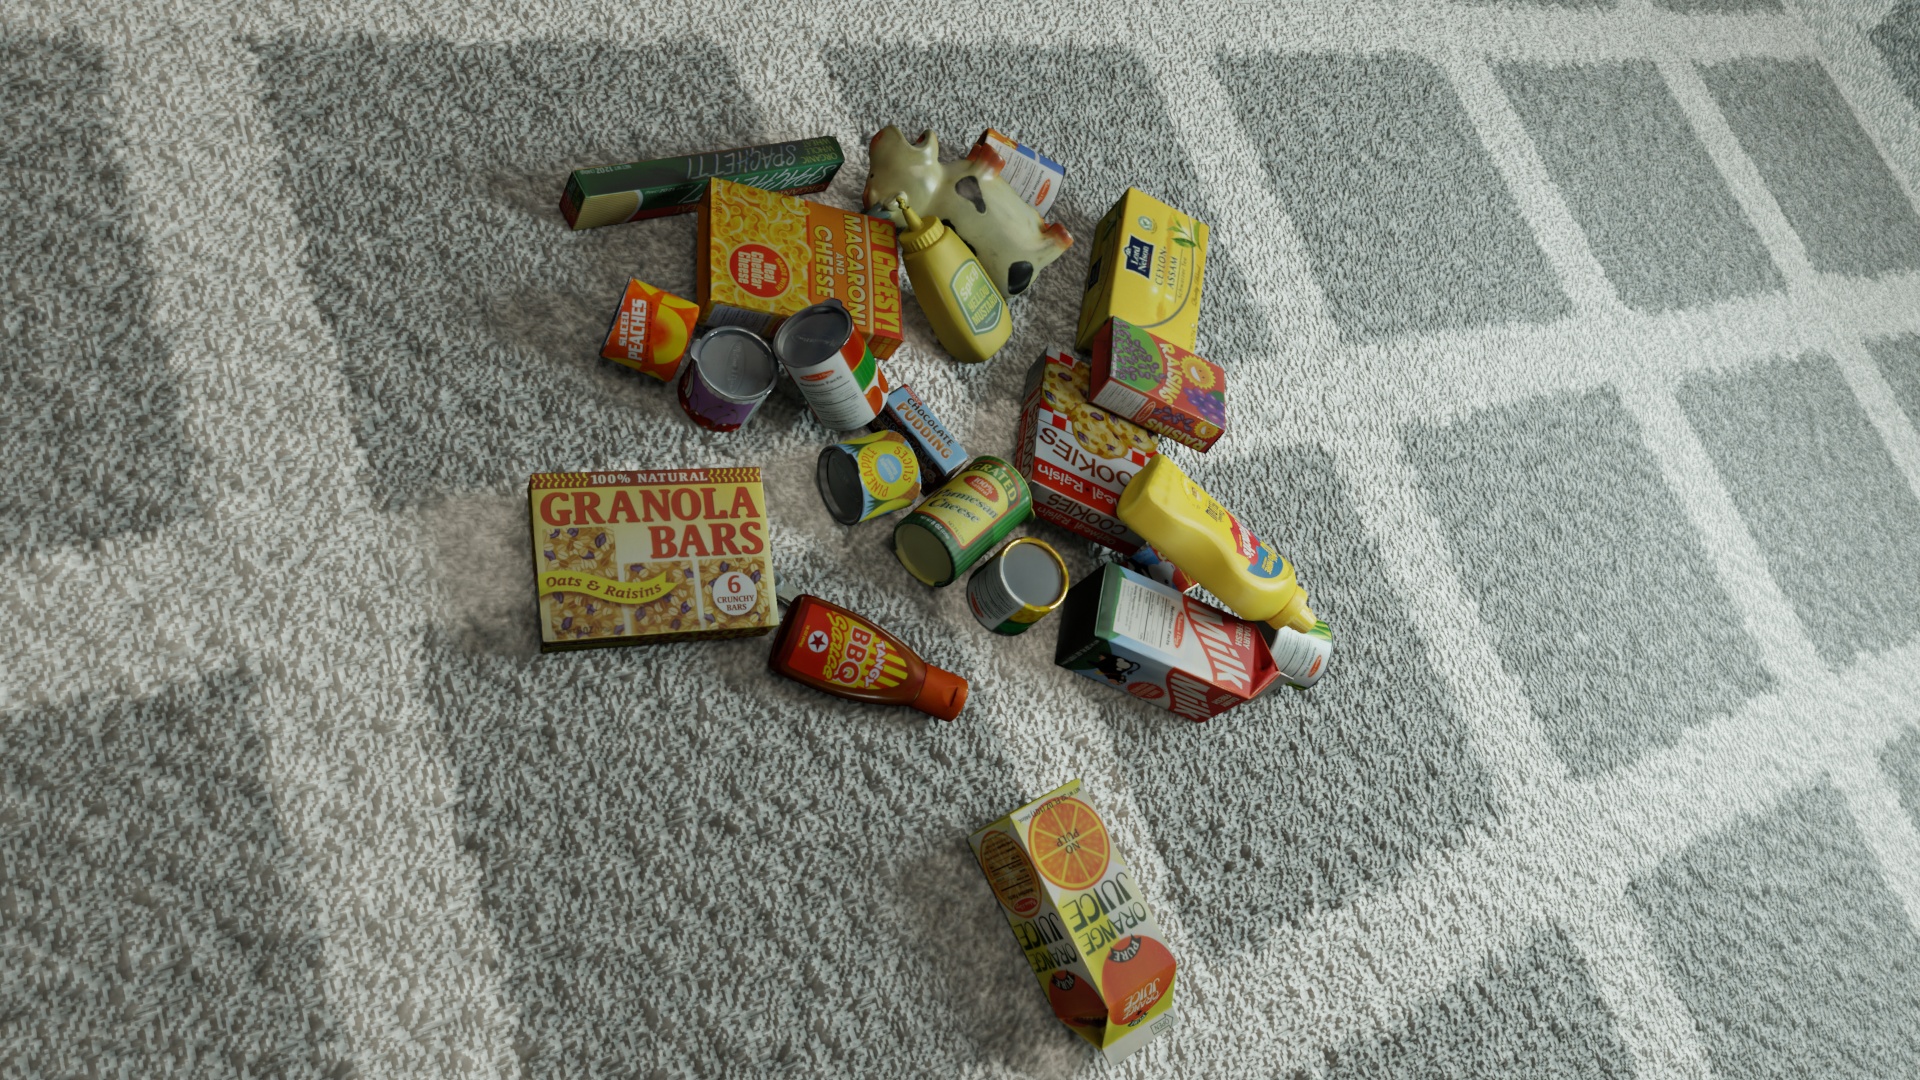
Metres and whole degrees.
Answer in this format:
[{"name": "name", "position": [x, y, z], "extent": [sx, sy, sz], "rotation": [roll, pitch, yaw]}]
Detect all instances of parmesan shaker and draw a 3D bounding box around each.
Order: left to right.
[{"name": "parmesan shaker", "position": [0.004, -0.014, 1.131], "extent": [0.071, 0.071, 0.103], "rotation": [48, 54, 1]}]

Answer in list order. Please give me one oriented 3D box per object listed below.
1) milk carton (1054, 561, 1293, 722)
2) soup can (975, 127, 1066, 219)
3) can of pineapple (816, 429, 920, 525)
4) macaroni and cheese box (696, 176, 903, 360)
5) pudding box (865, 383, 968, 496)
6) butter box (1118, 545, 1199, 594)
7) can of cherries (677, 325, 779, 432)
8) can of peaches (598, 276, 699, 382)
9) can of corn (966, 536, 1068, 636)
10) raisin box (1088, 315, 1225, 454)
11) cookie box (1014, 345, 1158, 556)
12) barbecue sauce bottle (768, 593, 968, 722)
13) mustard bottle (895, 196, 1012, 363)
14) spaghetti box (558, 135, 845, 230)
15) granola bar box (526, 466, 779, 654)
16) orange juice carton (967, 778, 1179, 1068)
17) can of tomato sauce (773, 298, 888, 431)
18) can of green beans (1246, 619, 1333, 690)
[{"name": "milk carton", "position": [0.182, 0.095, 1.170], "extent": [0.190, 0.072, 0.074], "rotation": [23, 58, -15]}, {"name": "soup can", "position": [0.048, -0.345, 1.325], "extent": [0.084, 0.071, 0.072], "rotation": [24, 57, -15]}, {"name": "can of pineapple", "position": [-0.072, -0.051, 1.109], "extent": [0.058, 0.070, 0.071], "rotation": [-19, 76, -34]}, {"name": "macaroni and cheese box", "position": [-0.132, -0.223, 1.150], "extent": [0.167, 0.040, 0.124], "rotation": [8, 62, -25]}, {"name": "pudding box", "position": [-0.036, -0.084, 1.156], "extent": [0.030, 0.049, 0.084], "rotation": [-38, 87, -35]}, {"name": "butter box", "position": [0.187, 0.025, 1.236], "extent": [0.104, 0.024, 0.053], "rotation": [-27, 81, -35]}, {"name": "can of cherries", "position": [-0.186, -0.128, 1.094], "extent": [0.071, 0.058, 0.072], "rotation": [12, 62, -23]}, {"name": "can of peaches", "position": [-0.241, -0.162, 1.075], "extent": [0.058, 0.071, 0.071], "rotation": [22, 58, -18]}, {"name": "can of corn", "position": [0.049, 0.036, 1.136], "extent": [0.071, 0.058, 0.071], "rotation": [12, 61, -23]}, {"name": "raisin box", "position": [0.179, -0.140, 1.258], "extent": [0.123, 0.040, 0.086], "rotation": [22, 46, -16]}, {"name": "cookie box", "position": [0.113, -0.079, 1.228], "extent": [0.123, 0.040, 0.168], "rotation": [23, 49, -17]}, {"name": "barbecue sauce bottle", "position": [-0.067, 0.095, 1.052], "extent": [0.148, 0.043, 0.065], "rotation": [24, 77, -18]}, {"name": "mustard bottle", "position": [-0.013, -0.229, 1.203], "extent": [0.065, 0.049, 0.159], "rotation": [-54, 126, -29]}, {"name": "spaghetti box", "position": [-0.212, -0.304, 1.174], "extent": [0.251, 0.050, 0.029], "rotation": [-19, 78, -34]}, {"name": "granola bar box", "position": [-0.222, 0.012, 1.001], "extent": [0.166, 0.039, 0.124], "rotation": [-3, 74, -23]}, {"name": "orange juice carton", "position": [0.090, 0.283, 1.025], "extent": [0.072, 0.072, 0.193], "rotation": [-21, 77, -34]}, {"name": "can of tomato sauce", "position": [-0.101, -0.139, 1.108], "extent": [0.071, 0.082, 0.071], "rotation": [-11, 53, 15]}, {"name": "can of green beans", "position": [0.286, 0.093, 1.229], "extent": [0.058, 0.071, 0.071], "rotation": [20, 58, -17]}]
